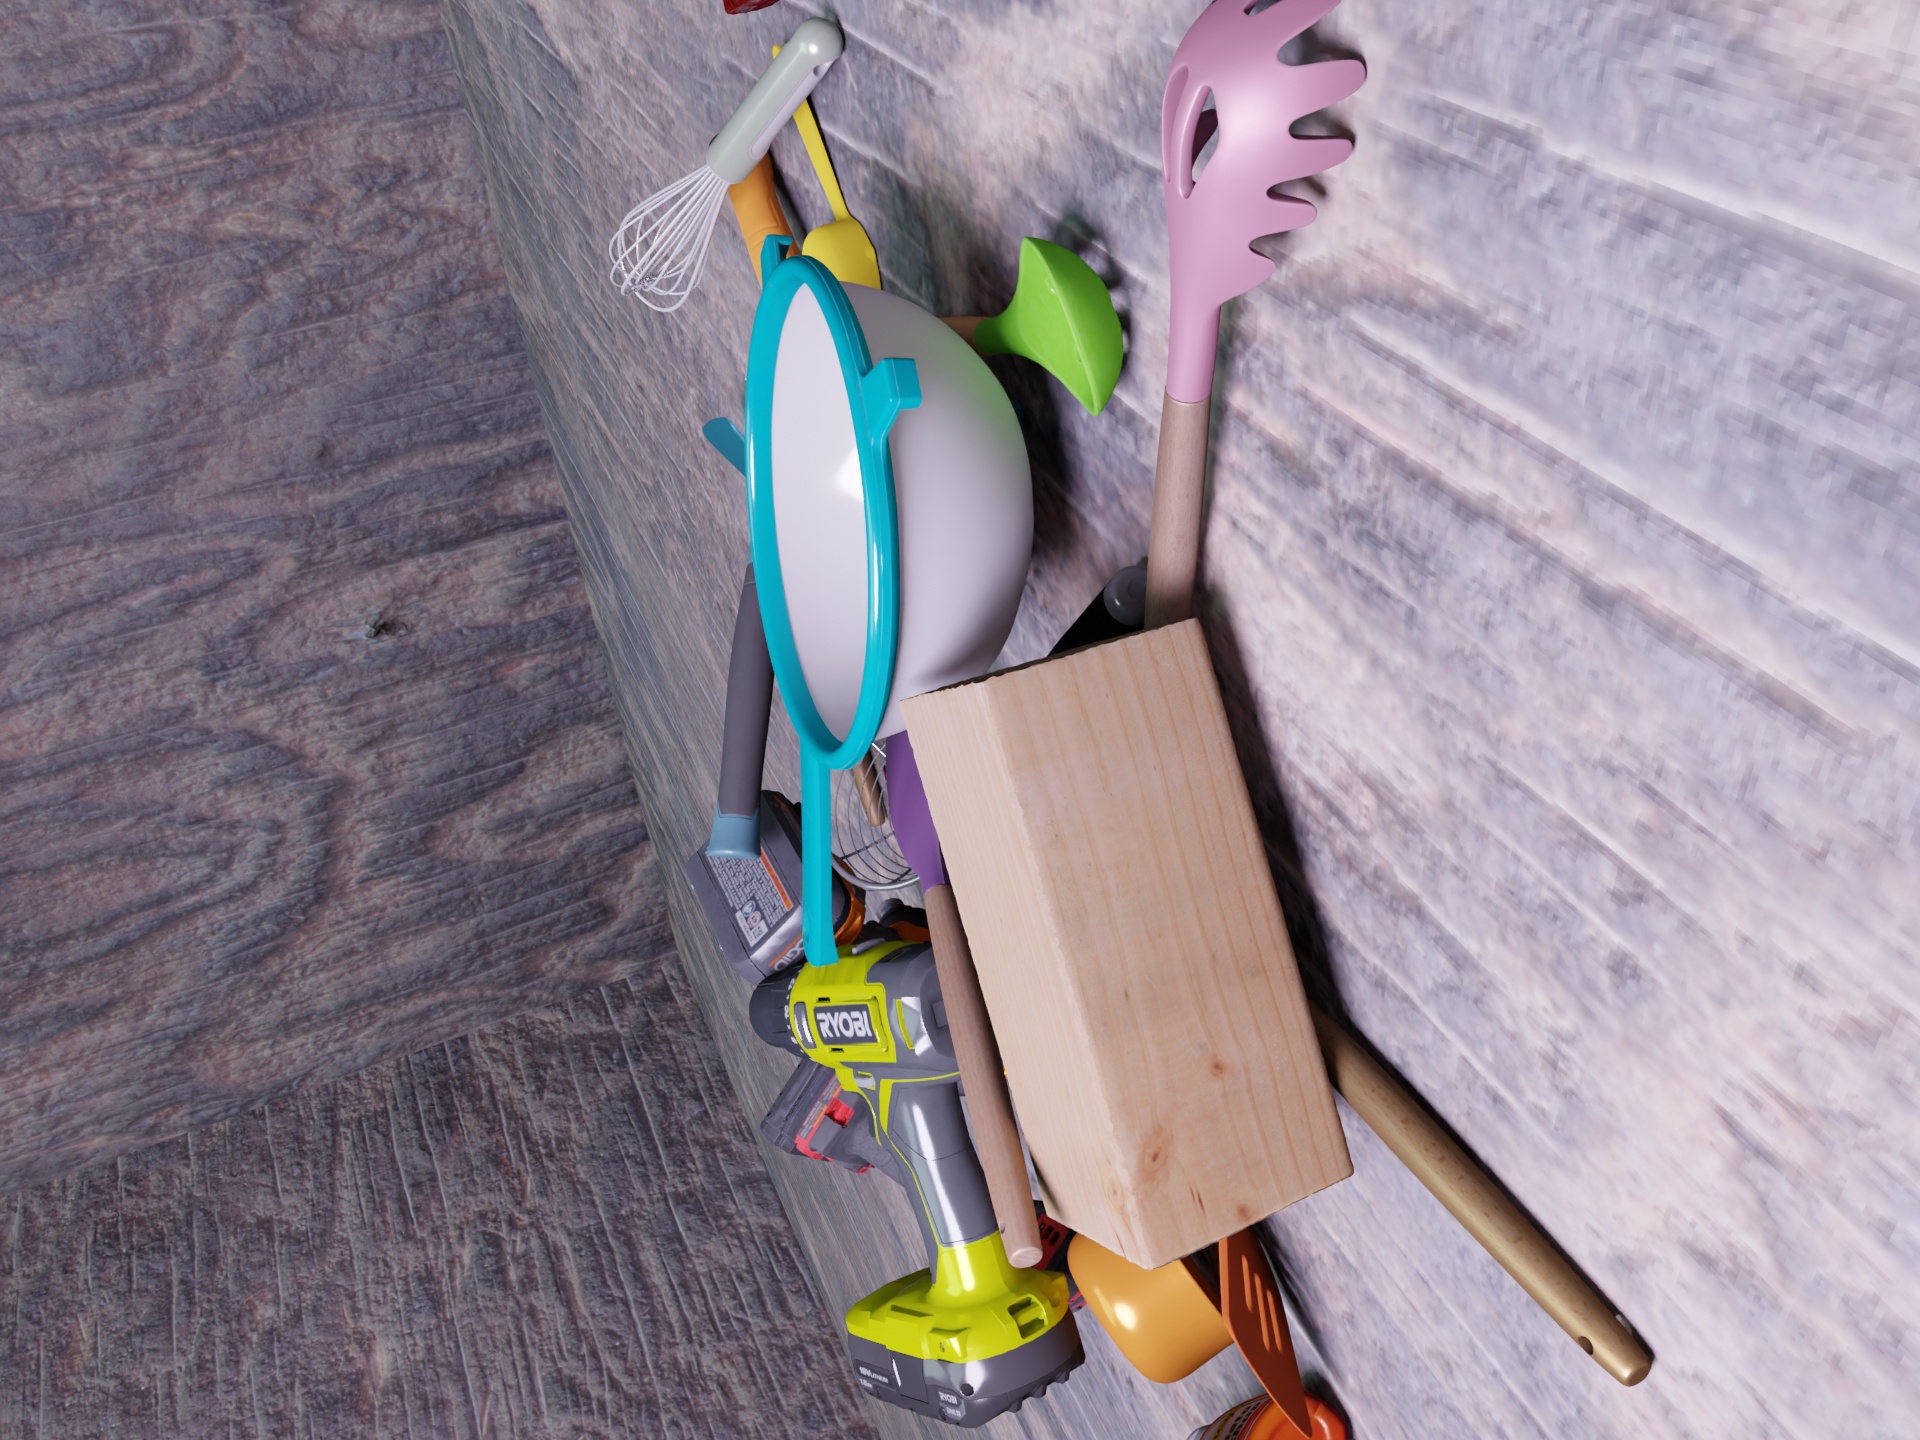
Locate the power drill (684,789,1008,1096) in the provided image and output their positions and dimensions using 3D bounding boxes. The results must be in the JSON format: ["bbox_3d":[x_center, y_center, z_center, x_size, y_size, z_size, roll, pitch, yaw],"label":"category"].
[{"bbox_3d":[-0.065,0.136,1.009,0.226,0.084,0.164,39,-172,-41],"label":"power drill"}]

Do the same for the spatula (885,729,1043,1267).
[{"bbox_3d":[-0.005,0.096,0.693,0.316,0.018,0.059,-107,29,-50],"label":"spatula"}]

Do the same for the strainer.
[{"bbox_3d":[-0.028,-0.034,0.707,0.211,0.095,0.340,-124,31,-54],"label":"strainer"}]

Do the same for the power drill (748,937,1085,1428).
[{"bbox_3d":[-0.032,0.225,0.818,0.190,0.080,0.228,-16,88,53],"label":"power drill"}]

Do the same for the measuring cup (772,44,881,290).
[{"bbox_3d":[-0.082,-0.282,0.847,0.156,0.029,0.062,70,164,-1],"label":"measuring cup"}]

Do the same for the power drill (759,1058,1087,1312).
[{"bbox_3d":[-0.004,0.284,0.979,0.220,0.078,0.143,29,171,24],"label":"power drill"}]

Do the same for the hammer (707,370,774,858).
[{"bbox_3d":[-0.119,-0.076,0.947,0.128,0.033,0.331,105,169,-70],"label":"hammer"}]

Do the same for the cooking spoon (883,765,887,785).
[{"bbox_3d":[0.022,0.158,0.979,0.319,0.017,0.068,60,-177,27],"label":"cooking spoon"}]

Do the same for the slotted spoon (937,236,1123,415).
[{"bbox_3d":[0.004,-0.170,0.699,0.070,0.031,0.314,67,168,-18],"label":"slotted spoon"}]

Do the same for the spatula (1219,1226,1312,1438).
[{"bbox_3d":[0.091,0.221,0.803,0.081,0.041,0.323,56,173,-26],"label":"spatula"}]

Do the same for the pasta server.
[{"bbox_3d":[0.082,-0.093,0.535,0.316,0.040,0.060,86,159,-51],"label":"pasta server"}]

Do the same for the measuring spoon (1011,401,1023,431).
[{"bbox_3d":[0.022,-0.095,0.748,0.128,0.021,0.042,103,147,-44],"label":"measuring spoon"}]

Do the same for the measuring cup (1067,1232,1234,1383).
[{"bbox_3d":[0.084,0.276,0.830,0.095,0.052,0.174,53,176,-15],"label":"measuring cup"}]

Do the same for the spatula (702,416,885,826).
[{"bbox_3d":[-0.113,-0.069,1.156,0.082,0.044,0.317,9,117,68],"label":"spatula"}]

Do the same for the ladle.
[{"bbox_3d":[0.132,0.116,0.587,0.316,0.031,0.069,-132,29,-50],"label":"ladle"}]

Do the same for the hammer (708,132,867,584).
[{"bbox_3d":[-0.083,-0.195,0.878,0.127,0.034,0.337,32,-145,-66],"label":"hammer"}]

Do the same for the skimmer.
[{"bbox_3d":[-0.001,-0.002,0.779,0.363,0.090,0.127,128,151,-68],"label":"skimmer"}]

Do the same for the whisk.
[{"bbox_3d":[-0.129,-0.295,0.857,0.059,0.058,0.246,56,142,-5],"label":"whisk"}]
